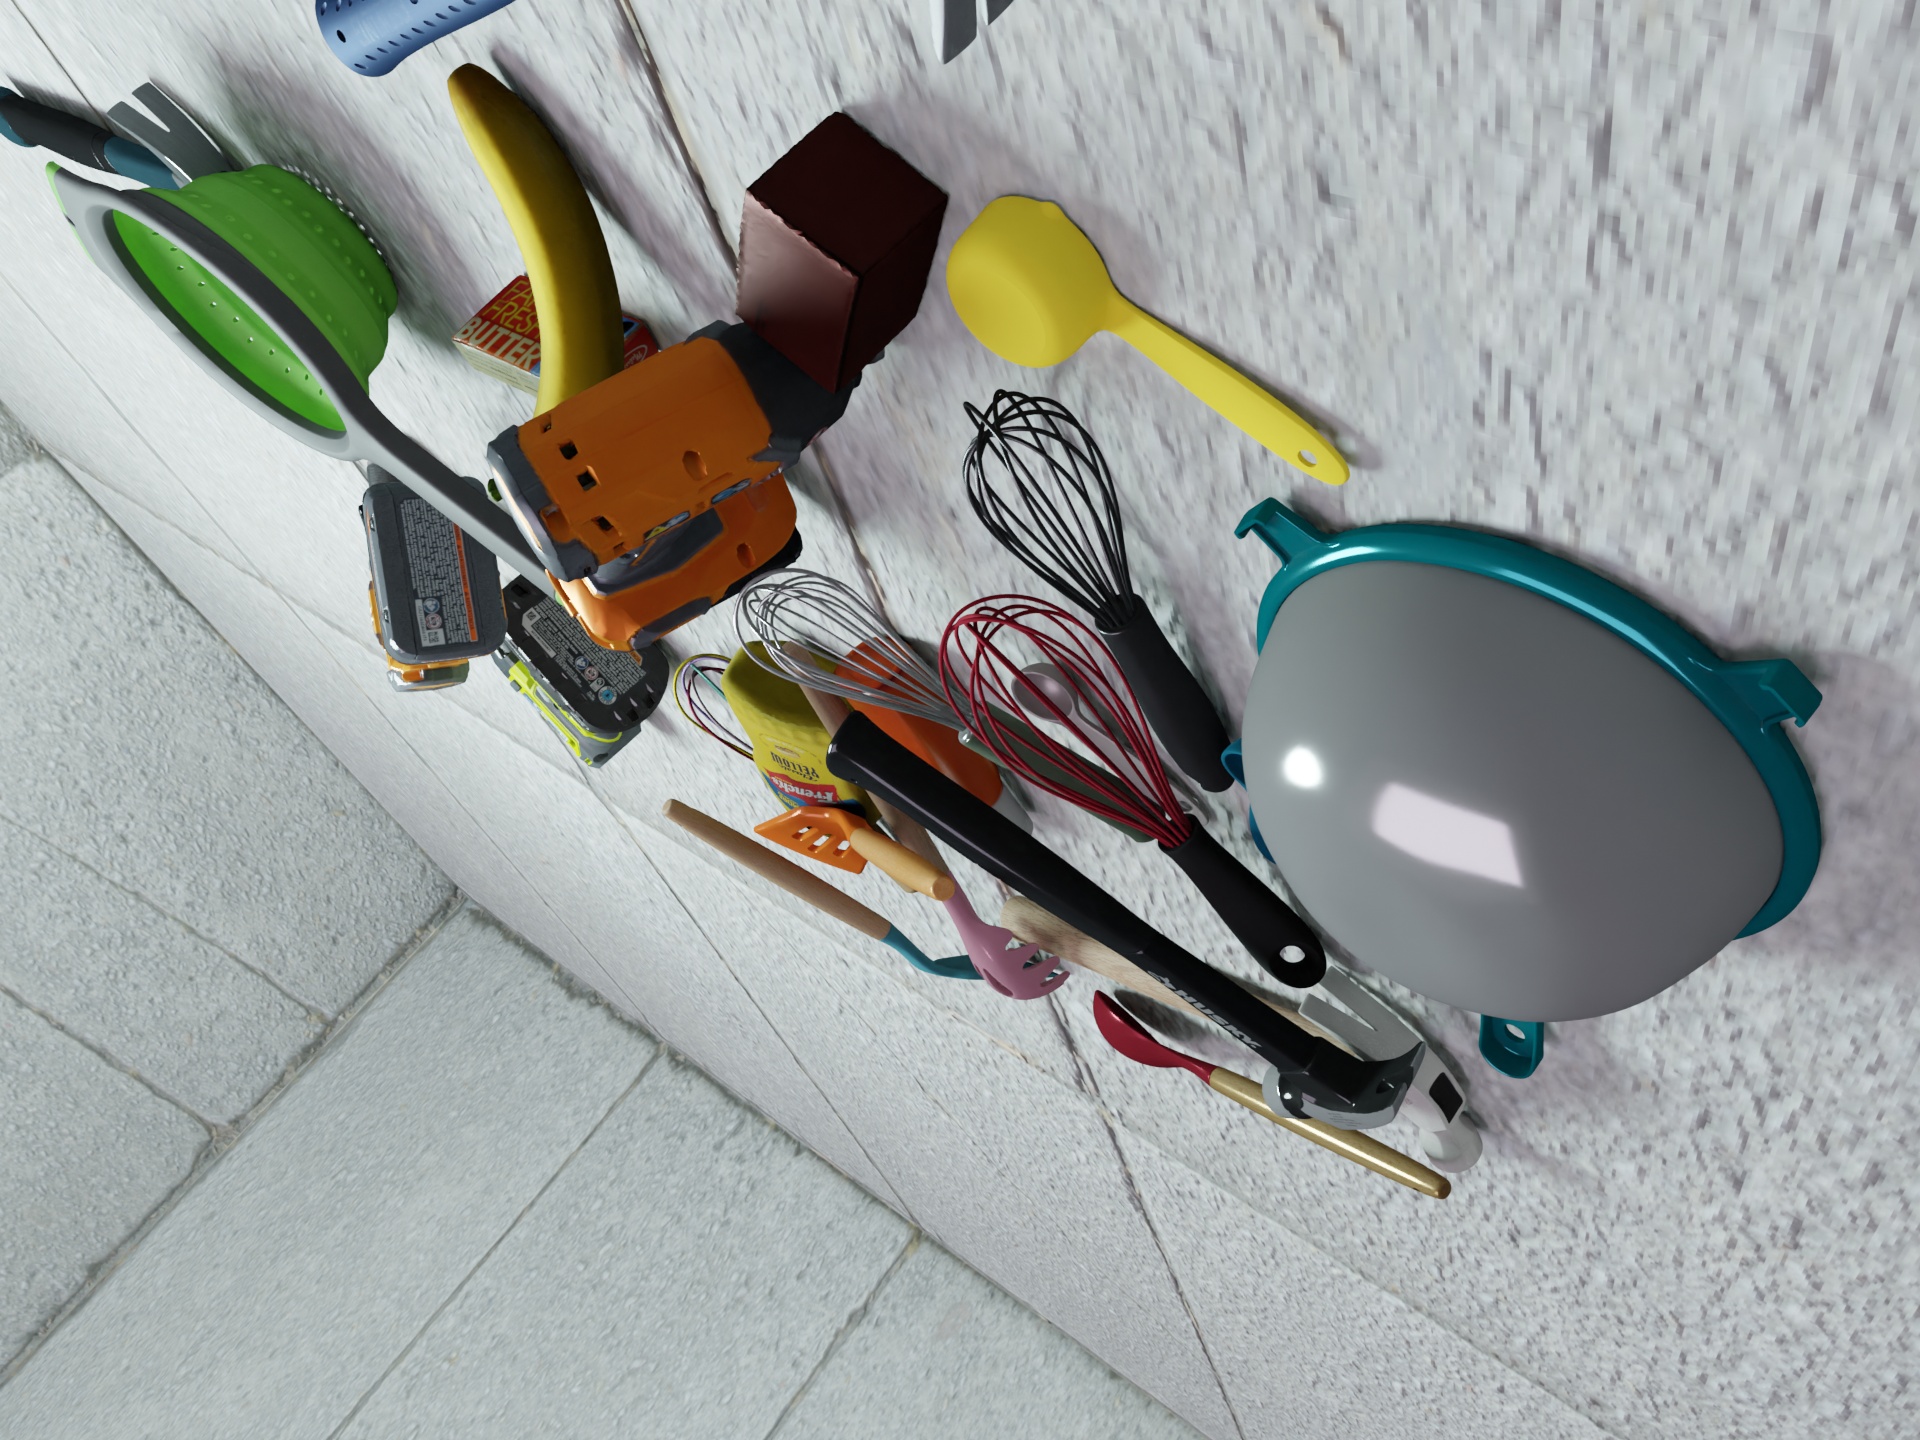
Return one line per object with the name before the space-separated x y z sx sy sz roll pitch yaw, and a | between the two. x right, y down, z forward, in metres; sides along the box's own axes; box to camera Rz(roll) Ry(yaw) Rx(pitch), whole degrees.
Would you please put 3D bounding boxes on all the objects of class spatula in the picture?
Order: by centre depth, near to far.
spatula | -0.055 0.081 0.928 0.081 0.041 0.323 24 176 -16
spatula | -0.067 0.121 1.076 0.317 0.044 0.082 34 166 -31

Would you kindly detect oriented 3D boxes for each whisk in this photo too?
whisk | 0.064 -0.044 0.655 0.055 0.055 0.238 18 154 45
whisk | 0.092 0.042 0.753 0.295 0.073 0.073 45 159 -29
whisk | -0.001 -0.003 0.789 0.246 0.059 0.058 30 -155 -13
whisk | -0.110 0.042 1.116 0.244 0.047 0.051 47 160 -24

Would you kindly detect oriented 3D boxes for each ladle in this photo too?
ladle | 0.175 0.225 0.966 0.069 0.031 0.316 40 167 -29

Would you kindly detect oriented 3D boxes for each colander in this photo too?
colander | -0.341 -0.208 0.946 0.397 0.094 0.204 38 160 -3

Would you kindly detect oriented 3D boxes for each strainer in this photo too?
strainer | 0.192 0.078 0.607 0.211 0.095 0.340 25 153 34

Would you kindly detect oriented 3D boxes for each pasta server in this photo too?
pasta server | -0.021 0.068 0.958 0.060 0.040 0.316 15 144 49

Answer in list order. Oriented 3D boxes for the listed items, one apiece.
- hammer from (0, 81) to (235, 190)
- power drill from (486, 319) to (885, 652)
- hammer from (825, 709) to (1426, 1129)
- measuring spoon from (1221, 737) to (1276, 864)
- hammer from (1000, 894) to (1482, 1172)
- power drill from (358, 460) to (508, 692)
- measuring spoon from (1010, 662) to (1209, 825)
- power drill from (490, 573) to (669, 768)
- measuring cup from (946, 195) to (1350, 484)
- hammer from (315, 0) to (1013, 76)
hammer | -0.570 -0.380 1.070 0.331 0.033 0.128 26 155 33
power drill | -0.115 -0.107 0.705 0.084 0.164 0.226 59 168 1
hammer | 0.076 0.100 0.781 0.334 0.035 0.146 35 161 -7
measuring spoon | 0.144 0.036 0.723 0.042 0.021 0.128 30 165 24
hammer | 0.143 0.161 0.939 0.331 0.031 0.129 17 149 47
power drill | -0.378 -0.117 1.114 0.226 0.084 0.185 174 87 -67
measuring spoon | 0.077 0.010 0.784 0.124 0.018 0.034 38 146 -12
power drill | -0.310 -0.048 1.231 0.171 0.080 0.223 49 160 -9
measuring cup | 0.059 -0.118 0.533 0.156 0.029 0.062 37 159 12
hammer | -0.137 -0.272 0.552 0.406 0.035 0.144 13 146 50
